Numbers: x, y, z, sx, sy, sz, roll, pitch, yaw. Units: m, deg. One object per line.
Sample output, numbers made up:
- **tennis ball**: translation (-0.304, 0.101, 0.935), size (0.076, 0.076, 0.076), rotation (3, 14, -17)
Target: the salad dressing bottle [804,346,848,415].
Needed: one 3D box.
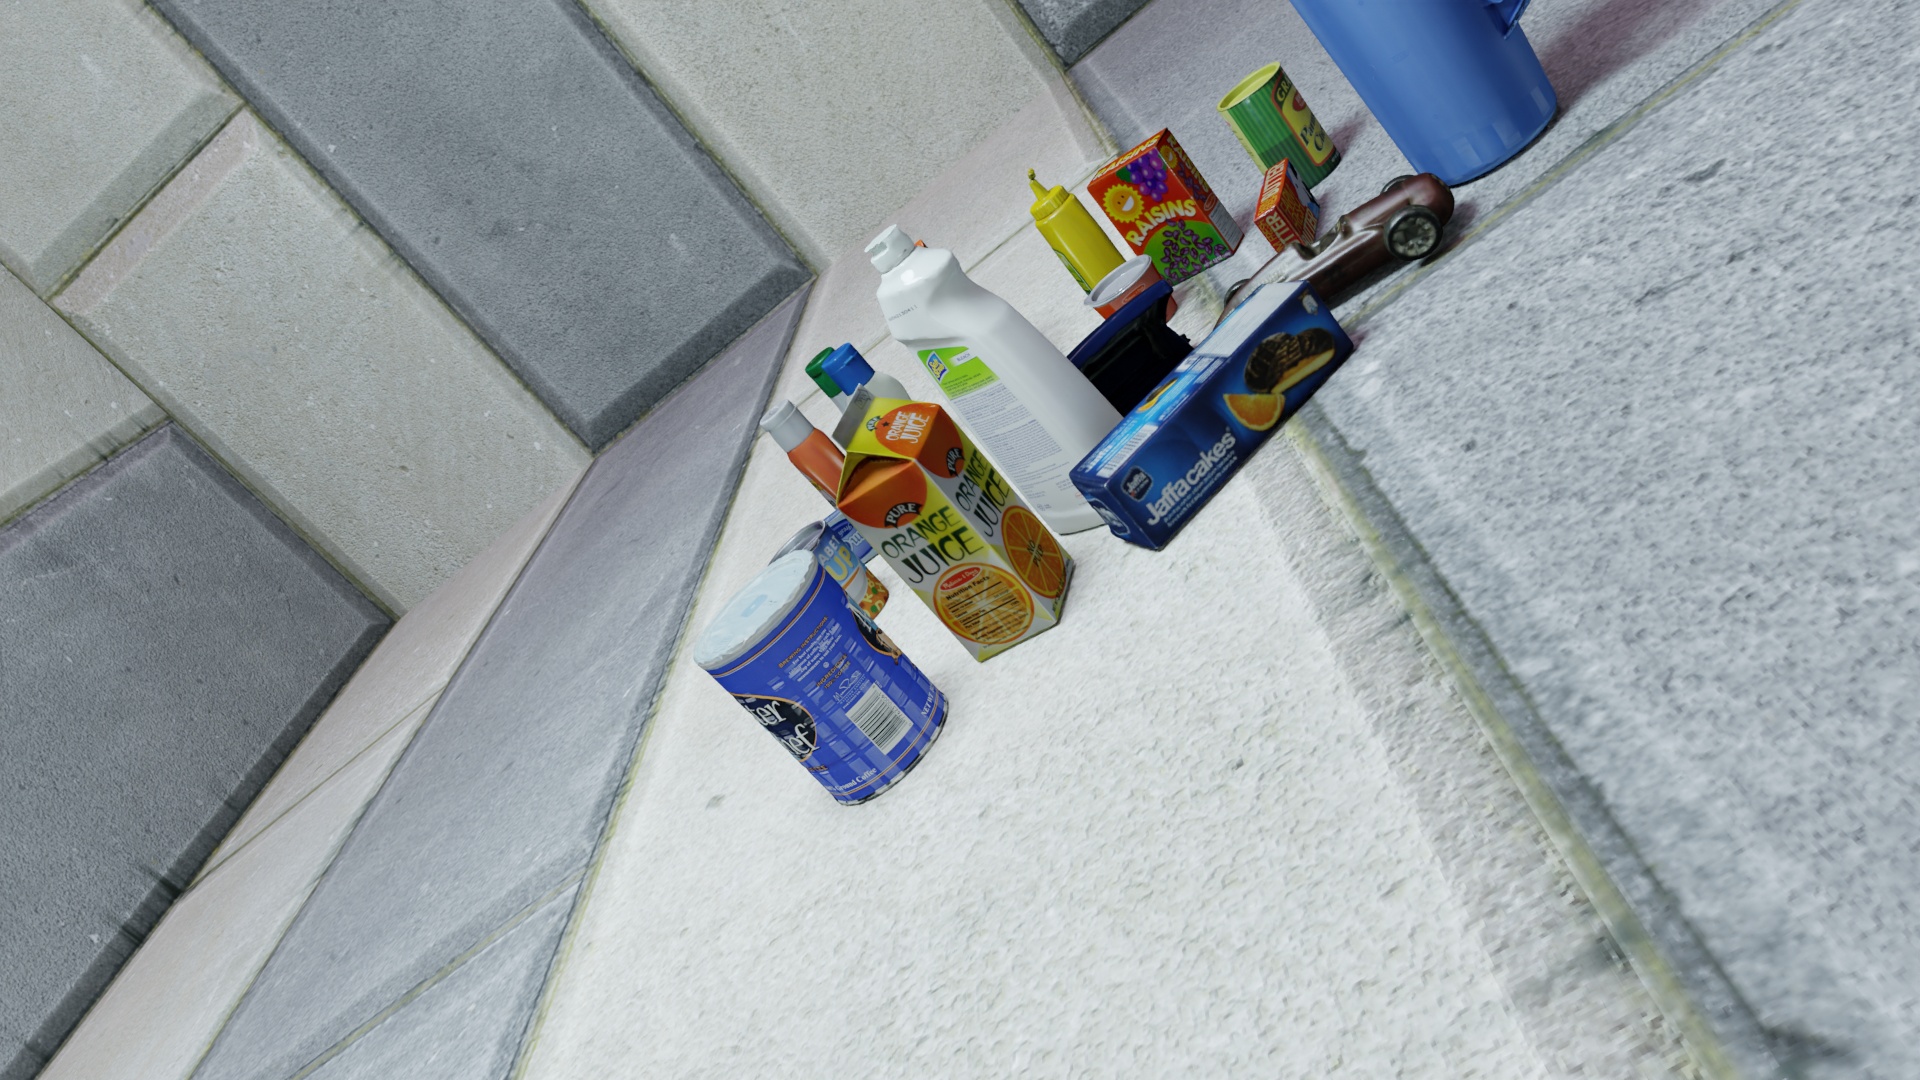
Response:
- **salad dressing bottle**: translation (-0.094, -0.127, 1.387), size (0.064, 0.147, 0.044), rotation (-22, 27, 44)

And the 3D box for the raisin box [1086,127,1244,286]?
- **raisin box**: translation (0.186, -0.299, 1.261), size (0.086, 0.123, 0.040), rotation (-22, 27, 45)

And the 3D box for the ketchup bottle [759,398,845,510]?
- **ketchup bottle**: translation (-0.128, -0.070, 1.324), size (0.043, 0.148, 0.065), rotation (-43, 19, -5)

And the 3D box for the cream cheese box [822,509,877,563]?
- **cream cheese box**: translation (-0.102, -0.002, 1.274), size (0.103, 0.053, 0.024), rotation (-36, 19, 15)

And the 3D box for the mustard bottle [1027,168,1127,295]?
- **mustard bottle**: translation (0.110, -0.289, 1.328), size (0.049, 0.160, 0.065), rotation (-41, 19, 3)

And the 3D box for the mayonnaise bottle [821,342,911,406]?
- **mayonnaise bottle**: translation (-0.072, -0.124, 1.337), size (0.065, 0.148, 0.041), rotation (-48, 20, -17)

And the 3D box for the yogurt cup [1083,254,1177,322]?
- **yogurt cup**: translation (0.156, -0.213, 1.238), size (0.072, 0.054, 0.073), rotation (-36, 20, 15)

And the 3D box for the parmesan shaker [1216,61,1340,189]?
- **parmesan shaker**: translation (0.287, -0.368, 1.248), size (0.071, 0.103, 0.071), rotation (-36, 19, 15)

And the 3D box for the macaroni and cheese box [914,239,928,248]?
- **macaroni and cheese box**: translation (0.003, -0.206, 1.344), size (0.040, 0.166, 0.124), rotation (-38, 19, 9)

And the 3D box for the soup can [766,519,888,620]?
- **soup can**: translation (-0.110, 0.035, 1.161), size (0.071, 0.083, 0.071), rotation (-36, 20, 15)

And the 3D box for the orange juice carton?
- **orange juice carton**: translation (-0.014, -0.018, 0.924), size (0.073, 0.192, 0.072), rotation (-30, 22, 31)

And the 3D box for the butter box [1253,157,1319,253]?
- **butter box**: translation (0.270, -0.271, 1.146), size (0.024, 0.053, 0.104), rotation (-28, 23, 34)
